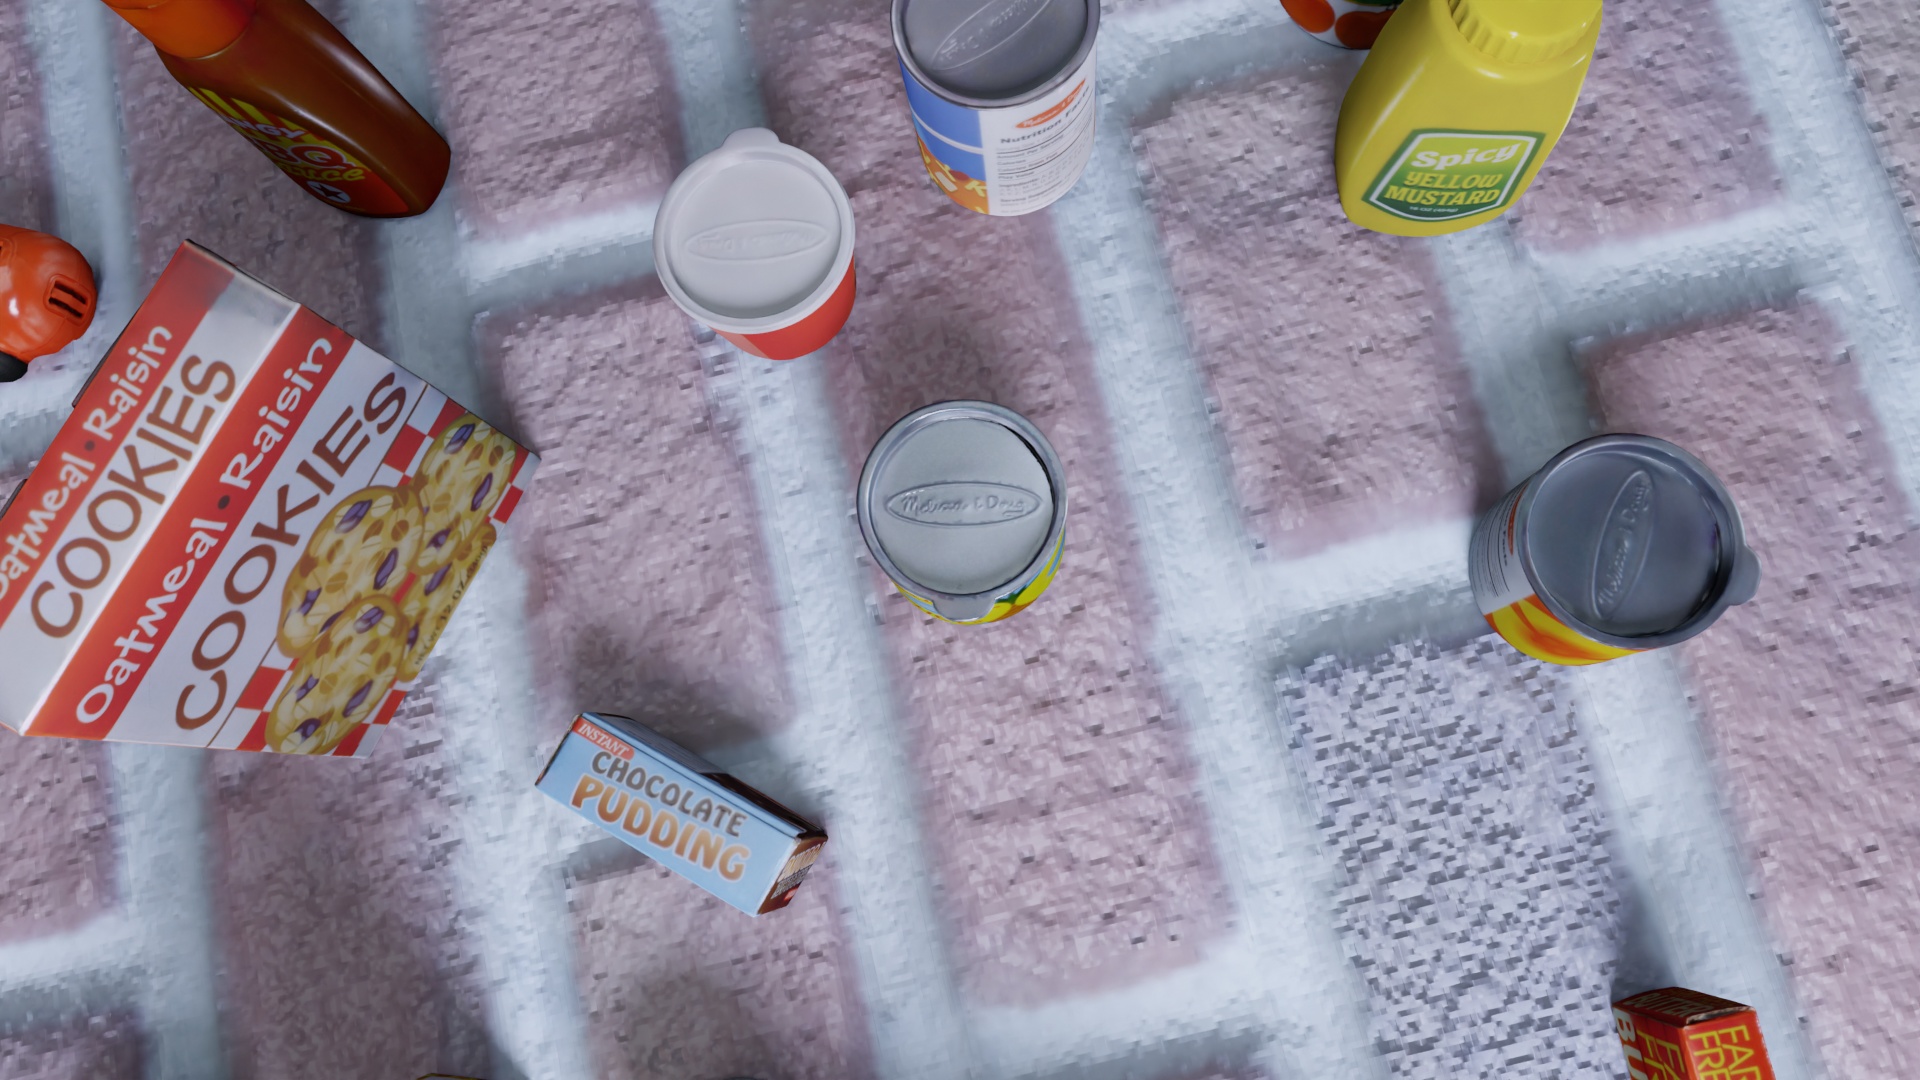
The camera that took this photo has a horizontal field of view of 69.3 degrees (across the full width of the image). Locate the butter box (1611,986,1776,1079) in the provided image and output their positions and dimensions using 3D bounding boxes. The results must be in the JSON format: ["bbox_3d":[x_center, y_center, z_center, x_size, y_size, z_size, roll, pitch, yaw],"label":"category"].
[{"bbox_3d":[0.224,0.187,0.406,0.024,0.053,0.103,-11,78,2],"label":"butter box"}]

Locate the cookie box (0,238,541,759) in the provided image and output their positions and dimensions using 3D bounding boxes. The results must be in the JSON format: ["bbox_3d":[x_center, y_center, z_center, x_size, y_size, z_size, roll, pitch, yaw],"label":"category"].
[{"bbox_3d":[-0.202,0.000,0.416,0.040,0.167,0.123,27,82,9],"label":"cookie box"}]

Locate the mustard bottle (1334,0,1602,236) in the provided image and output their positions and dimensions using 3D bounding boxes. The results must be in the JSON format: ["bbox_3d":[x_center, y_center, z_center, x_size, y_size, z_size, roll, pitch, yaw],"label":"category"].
[{"bbox_3d":[0.157,-0.143,0.423,0.065,0.160,0.049,2,79,5],"label":"mustard bottle"}]

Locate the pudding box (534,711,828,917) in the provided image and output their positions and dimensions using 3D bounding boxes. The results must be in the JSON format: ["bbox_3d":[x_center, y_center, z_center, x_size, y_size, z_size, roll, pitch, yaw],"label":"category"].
[{"bbox_3d":[-0.089,0.088,0.450,0.084,0.049,0.030,28,82,9],"label":"pudding box"}]

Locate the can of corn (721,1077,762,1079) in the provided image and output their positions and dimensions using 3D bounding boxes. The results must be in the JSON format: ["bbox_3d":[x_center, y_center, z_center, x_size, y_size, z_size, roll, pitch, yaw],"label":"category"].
[{"bbox_3d":[-0.074,0.204,0.421,0.071,0.058,0.071,-1,79,4],"label":"can of corn"}]

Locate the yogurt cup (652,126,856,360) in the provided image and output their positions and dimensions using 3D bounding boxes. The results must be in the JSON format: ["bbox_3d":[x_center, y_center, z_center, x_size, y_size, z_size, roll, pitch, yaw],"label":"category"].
[{"bbox_3d":[-0.067,-0.097,0.484,0.072,0.054,0.072,-1,79,4],"label":"yogurt cup"}]

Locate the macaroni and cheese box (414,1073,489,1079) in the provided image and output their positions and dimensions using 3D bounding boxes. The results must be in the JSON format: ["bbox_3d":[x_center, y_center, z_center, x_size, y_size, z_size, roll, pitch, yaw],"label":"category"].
[{"bbox_3d":[-0.172,0.224,0.369,0.040,0.166,0.124,5,79,5],"label":"macaroni and cheese box"}]

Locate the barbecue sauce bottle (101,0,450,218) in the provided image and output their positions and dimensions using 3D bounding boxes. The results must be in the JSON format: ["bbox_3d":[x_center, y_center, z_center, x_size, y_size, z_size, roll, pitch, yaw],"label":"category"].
[{"bbox_3d":[-0.229,-0.157,0.460,0.065,0.148,0.044,15,81,7],"label":"barbecue sauce bottle"}]

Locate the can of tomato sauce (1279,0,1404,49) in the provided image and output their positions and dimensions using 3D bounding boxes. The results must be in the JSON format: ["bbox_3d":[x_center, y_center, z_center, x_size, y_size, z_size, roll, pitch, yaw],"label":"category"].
[{"bbox_3d":[0.144,-0.221,0.479,0.071,0.083,0.071,-1,79,4],"label":"can of tomato sauce"}]

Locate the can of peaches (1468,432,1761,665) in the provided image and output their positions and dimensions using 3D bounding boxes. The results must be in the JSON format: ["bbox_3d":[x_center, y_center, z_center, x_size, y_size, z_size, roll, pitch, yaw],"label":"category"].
[{"bbox_3d":[0.204,0.006,0.441,0.071,0.058,0.071,-1,79,4],"label":"can of peaches"}]

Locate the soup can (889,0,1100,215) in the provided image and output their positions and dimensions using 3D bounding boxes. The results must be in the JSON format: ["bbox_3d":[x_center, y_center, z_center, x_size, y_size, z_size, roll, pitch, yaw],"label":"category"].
[{"bbox_3d":[0.012,-0.160,0.476,0.071,0.083,0.071,-1,79,4],"label":"soup can"}]

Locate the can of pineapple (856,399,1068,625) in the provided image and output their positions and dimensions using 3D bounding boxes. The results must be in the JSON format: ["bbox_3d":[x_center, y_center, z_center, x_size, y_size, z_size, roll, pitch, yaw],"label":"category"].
[{"bbox_3d":[0.002,-0.006,0.459,0.071,0.057,0.071,-1,79,4],"label":"can of pineapple"}]
